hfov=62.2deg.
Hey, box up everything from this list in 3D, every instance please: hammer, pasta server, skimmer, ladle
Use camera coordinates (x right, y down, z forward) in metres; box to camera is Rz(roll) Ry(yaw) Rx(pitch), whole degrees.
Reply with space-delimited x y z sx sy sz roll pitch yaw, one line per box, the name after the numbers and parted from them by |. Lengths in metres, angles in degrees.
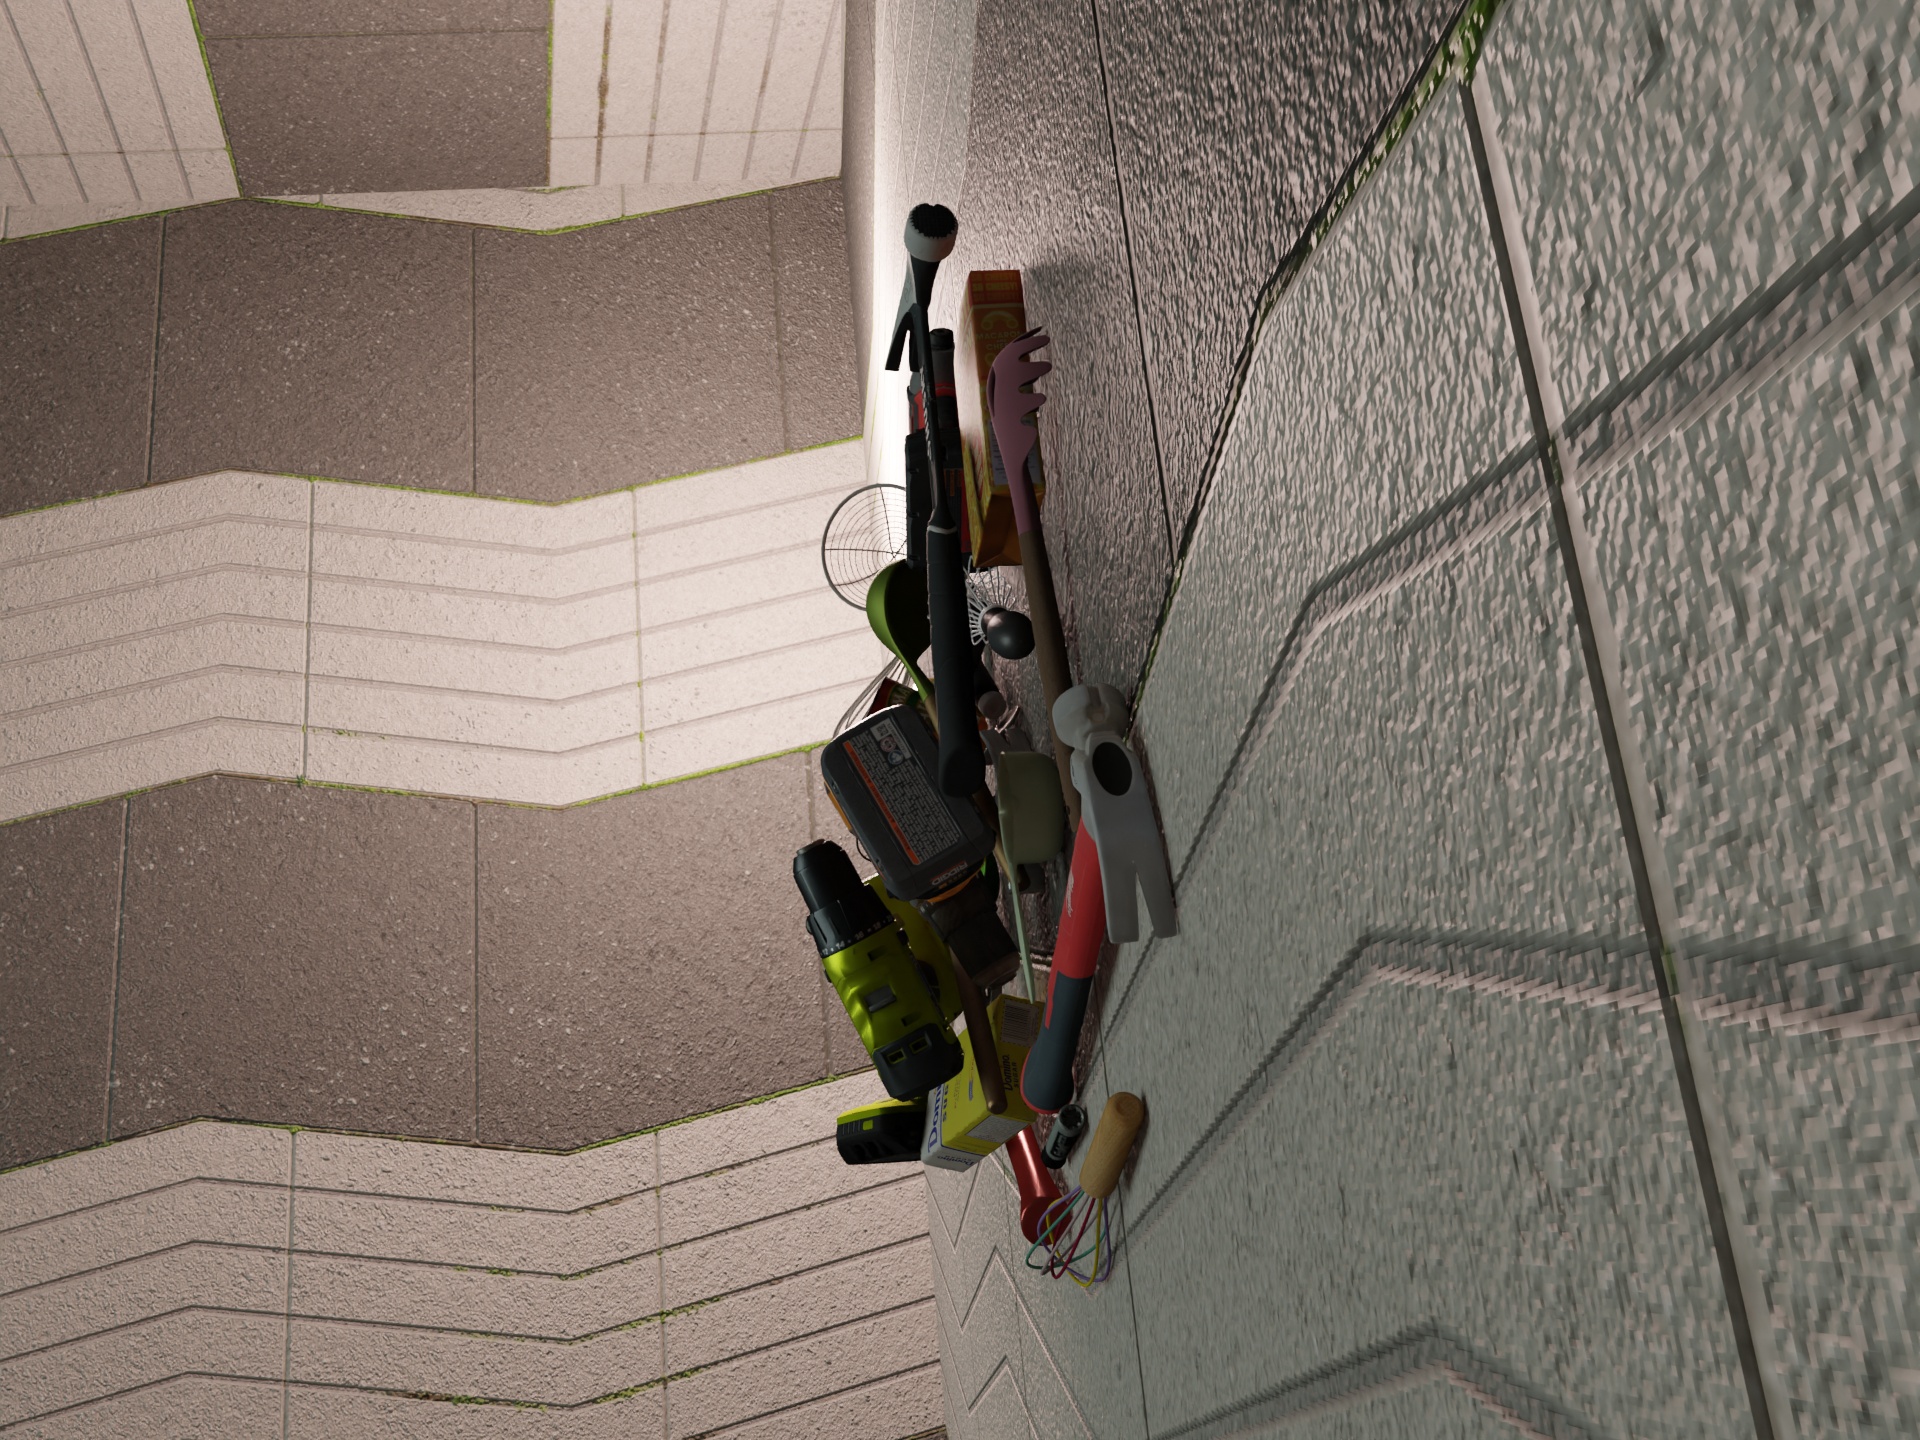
-0.016 -0.142 1.074 0.149 0.036 0.409 112 155 -63 | hammer
0.043 0.320 1.306 0.359 0.036 0.149 -127 33 -81 | hammer
0.069 0.151 0.917 0.386 0.038 0.143 94 169 -53 | hammer
0.055 -0.089 0.968 0.060 0.040 0.316 110 152 -77 | pasta server
0.014 0.087 1.305 0.331 0.033 0.128 139 128 -75 | hammer
-0.042 -0.108 1.440 0.090 0.127 0.364 37 -168 -30 | skimmer
-0.002 -0.004 1.188 0.078 0.062 0.321 44 -165 -49 | ladle

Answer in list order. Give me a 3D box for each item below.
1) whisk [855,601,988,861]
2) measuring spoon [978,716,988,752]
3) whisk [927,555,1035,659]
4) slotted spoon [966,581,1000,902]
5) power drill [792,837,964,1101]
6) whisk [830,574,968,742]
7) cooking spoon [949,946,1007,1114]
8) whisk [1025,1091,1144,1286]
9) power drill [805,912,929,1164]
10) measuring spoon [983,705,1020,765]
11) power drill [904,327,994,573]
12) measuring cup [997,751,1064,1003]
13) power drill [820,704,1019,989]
-0.027 0.012 1.313 0.055 0.055 0.239 -117 49 -76 | whisk
0.023 0.019 1.359 0.021 0.011 0.116 -62 -13 -9 | measuring spoon
0.021 -0.071 1.103 0.285 0.070 0.070 -123 29 -78 | whisk
0.015 0.030 1.449 0.070 0.031 0.314 147 121 -81 | slotted spoon
-0.058 0.174 1.207 0.190 0.080 0.228 62 -177 3 | power drill
-0.042 -0.060 1.336 0.059 0.057 0.246 11 68 52 | whisk
0.002 0.185 1.220 0.319 0.017 0.068 -106 -8 -58 | cooking spoon
0.074 0.276 0.934 0.244 0.051 0.047 98 173 -51 | whisk
-0.058 0.261 1.366 0.080 0.171 0.223 -24 66 36 | power drill
0.037 0.012 1.271 0.034 0.018 0.124 -64 3 -18 | measuring spoon
-0.010 -0.222 1.292 0.220 0.078 0.143 -97 6 -57 | power drill
0.053 0.102 1.057 0.083 0.038 0.168 121 142 -80 | measuring cup
-0.019 0.096 1.116 0.185 0.084 0.226 59 175 15 | power drill
